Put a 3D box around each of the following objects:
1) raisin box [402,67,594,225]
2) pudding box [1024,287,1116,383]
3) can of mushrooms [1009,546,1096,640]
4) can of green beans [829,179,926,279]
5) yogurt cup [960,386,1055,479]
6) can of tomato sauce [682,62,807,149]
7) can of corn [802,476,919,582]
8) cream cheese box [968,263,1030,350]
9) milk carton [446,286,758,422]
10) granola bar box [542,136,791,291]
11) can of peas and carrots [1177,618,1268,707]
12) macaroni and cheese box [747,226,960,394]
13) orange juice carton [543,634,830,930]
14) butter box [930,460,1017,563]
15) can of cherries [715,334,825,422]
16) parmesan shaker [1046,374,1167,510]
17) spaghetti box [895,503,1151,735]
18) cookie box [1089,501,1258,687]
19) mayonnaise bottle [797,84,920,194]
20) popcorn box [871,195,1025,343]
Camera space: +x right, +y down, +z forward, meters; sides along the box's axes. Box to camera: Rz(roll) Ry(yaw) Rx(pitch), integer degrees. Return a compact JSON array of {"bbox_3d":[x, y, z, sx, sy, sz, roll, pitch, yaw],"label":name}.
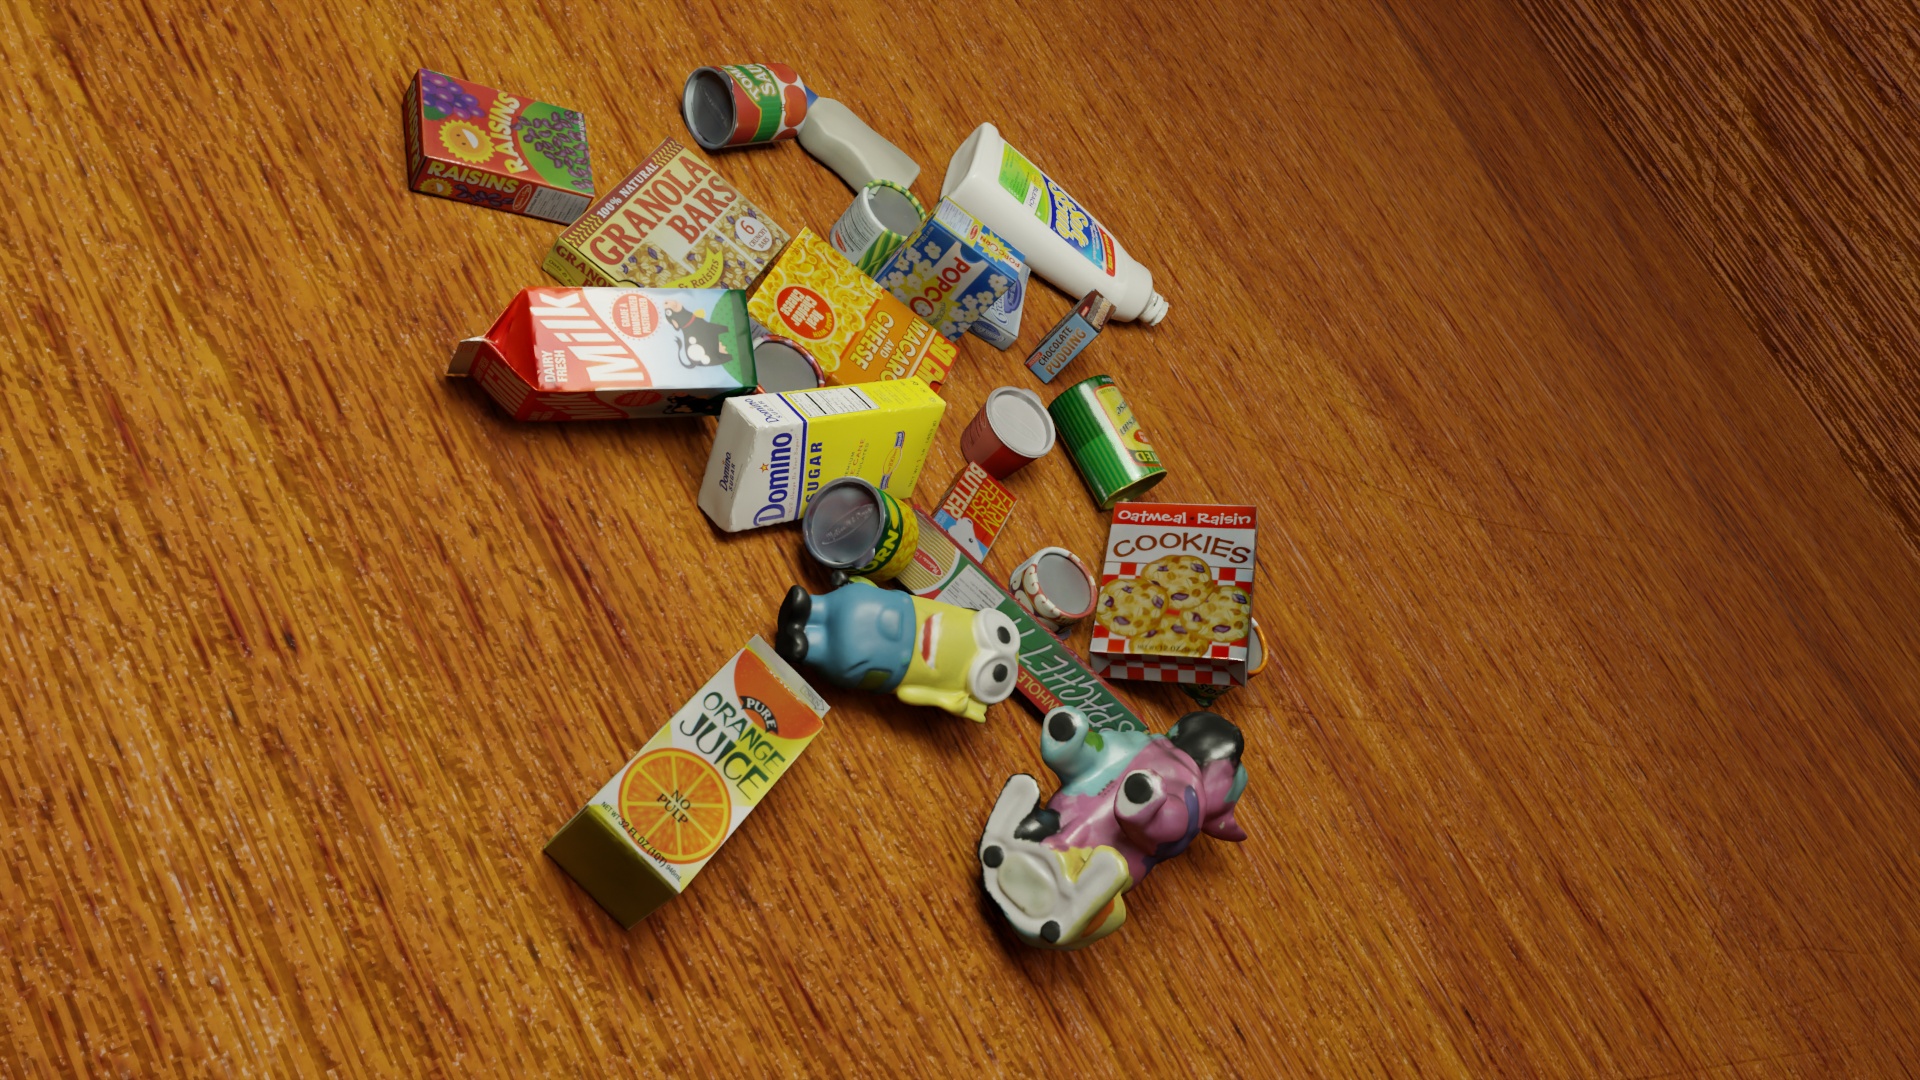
[{"bbox_3d":[-0.336,-0.285,1.012,0.123,0.040,0.086,6,59,-37],"label":"raisin box"},{"bbox_3d":[0.100,-0.185,1.257,0.030,0.083,0.050,42,44,-7],"label":"pudding box"},{"bbox_3d":[0.076,0.042,1.120,0.071,0.033,0.071,21,50,-27],"label":"can of mushrooms"},{"bbox_3d":[-0.070,-0.268,1.197,0.071,0.057,0.071,20,51,-27],"label":"can of green beans"},{"bbox_3d":[0.037,-0.087,1.161,0.072,0.053,0.073,20,51,-27],"label":"yogurt cup"},{"bbox_3d":[-0.180,-0.369,1.170,0.083,0.071,0.071,-24,78,-46],"label":"can of tomato sauce"},{"bbox_3d":[-0.070,-0.005,0.999,0.058,0.071,0.071,29,39,-62],"label":"can of corn"},{"bbox_3d":[0.032,-0.226,1.273,0.053,0.024,0.104,29,47,-20],"label":"cream cheese box"},{"bbox_3d":[-0.240,-0.124,0.931,0.191,0.072,0.073,-5,80,-28],"label":"milk carton"},{"bbox_3d":[-0.219,-0.222,1.061,0.124,0.039,0.166,38,45,-11],"label":"granola bar box"},{"bbox_3d":[0.218,0.097,1.176,0.071,0.058,0.071,20,51,-27],"label":"can of peas and carrots"},{"bbox_3d":[-0.090,-0.160,1.120,0.166,0.040,0.124,36,46,-13],"label":"macaroni and cheese box"},{"bbox_3d":[-0.153,0.135,0.845,0.072,0.072,0.194,46,43,-4],"label":"orange juice carton"},{"bbox_3d":[0.004,-0.014,1.107,0.053,0.024,0.104,41,45,-10],"label":"butter box"},{"bbox_3d":[-0.140,-0.110,1.033,0.071,0.058,0.072,20,51,-27],"label":"can of cherries"},{"bbox_3d":[0.127,-0.087,1.222,0.071,0.071,0.103,-16,73,-44],"label":"parmesan shaker"},{"bbox_3d":[0.039,0.075,1.052,0.250,0.050,0.029,43,8,-7],"label":"spaghetti box"},{"bbox_3d":[0.180,0.041,1.149,0.123,0.040,0.168,2,48,14],"label":"cookie box"},{"bbox_3d":[-0.108,-0.358,1.242,0.148,0.041,0.065,37,44,-11],"label":"mayonnaise bottle"},{"bbox_3d":[-0.017,-0.216,1.155,0.085,0.126,0.038,35,50,-15],"label":"popcorn box"}]
